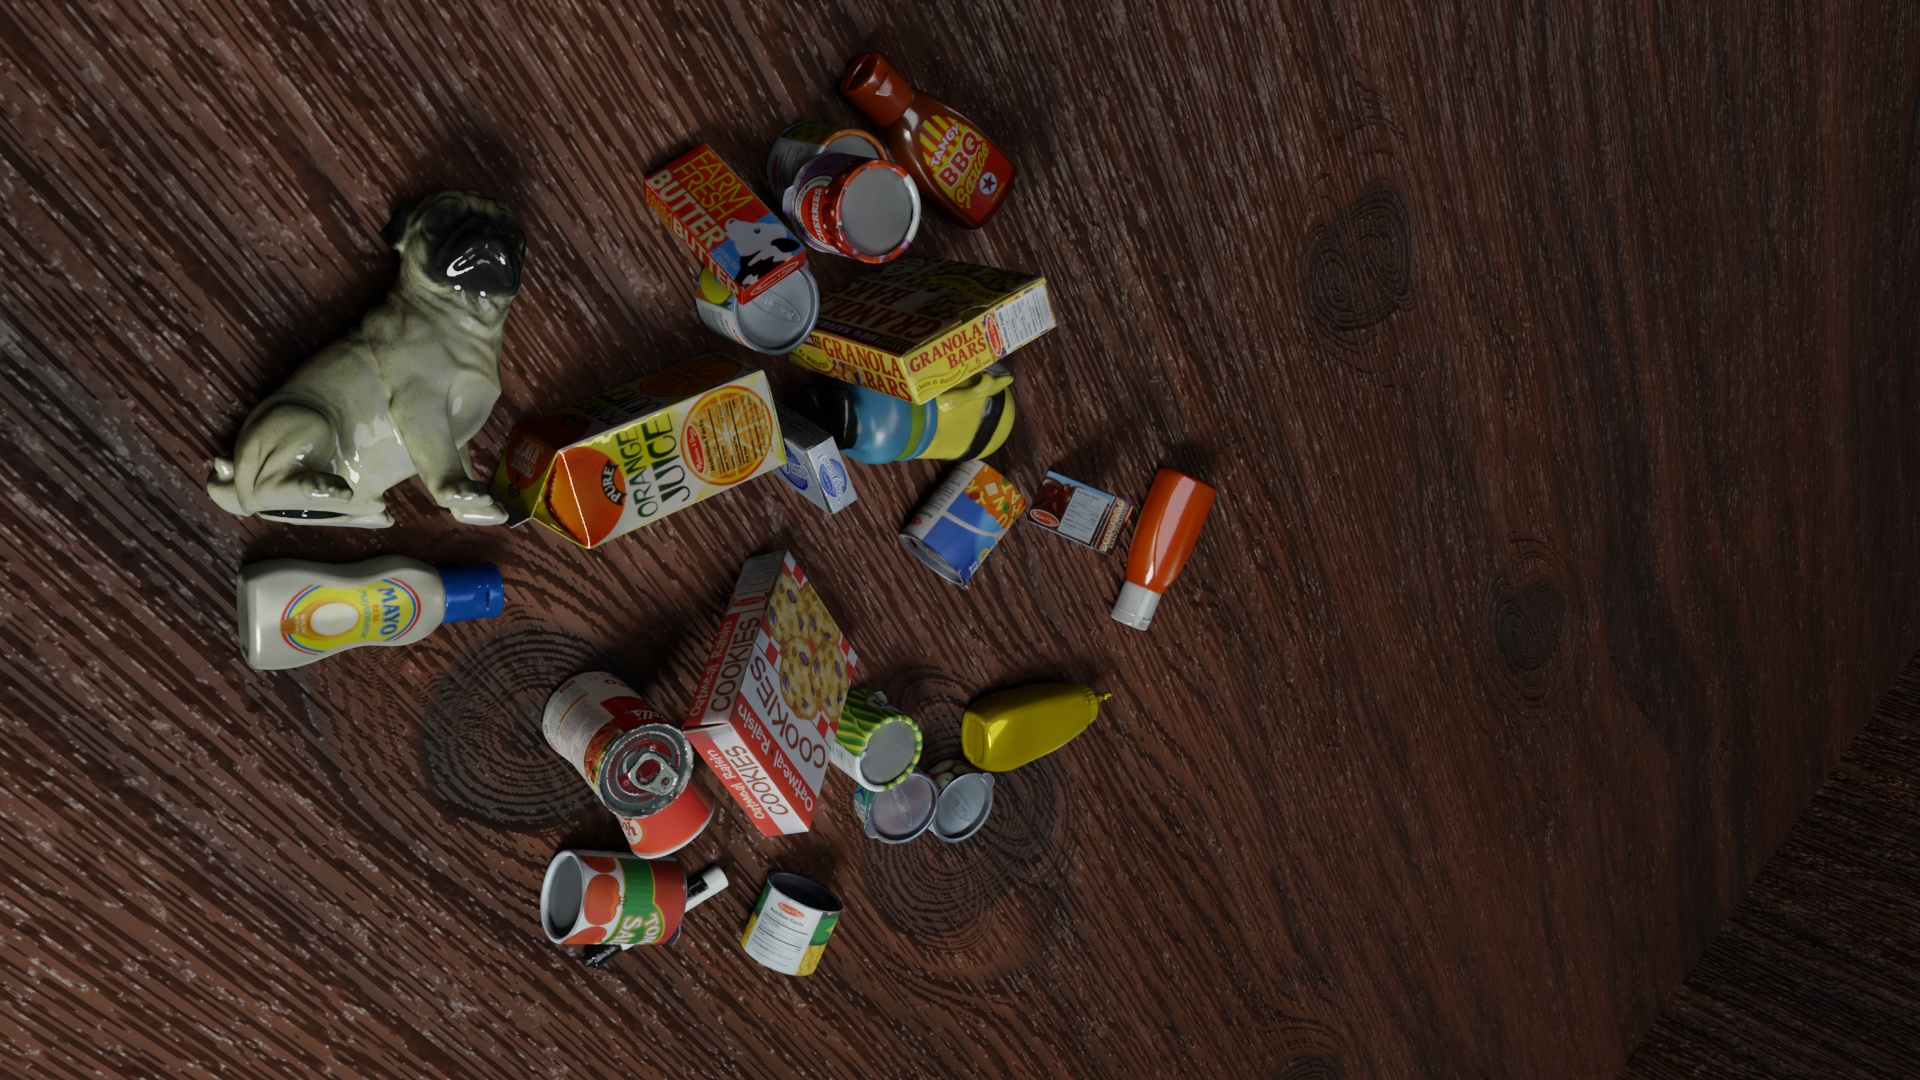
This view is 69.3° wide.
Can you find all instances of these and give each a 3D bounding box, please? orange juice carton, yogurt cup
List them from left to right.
[{"bbox_3d":[-0.218,-0.055,0.911,0.193,0.072,0.072,-27,122,-29],"label":"orange juice carton"},{"bbox_3d":[-0.221,0.188,1.010,0.072,0.072,0.053,-36,118,-23],"label":"yogurt cup"}]

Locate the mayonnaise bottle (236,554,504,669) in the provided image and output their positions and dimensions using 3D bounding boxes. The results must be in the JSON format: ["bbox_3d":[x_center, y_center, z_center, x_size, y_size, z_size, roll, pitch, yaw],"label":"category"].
[{"bbox_3d":[-0.359,0.038,0.853,0.148,0.041,0.064,-7,109,-37],"label":"mayonnaise bottle"}]

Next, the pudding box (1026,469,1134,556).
[{"bbox_3d":[0.101,-0.024,1.176,0.030,0.084,0.049,23,91,-45],"label":"pudding box"}]

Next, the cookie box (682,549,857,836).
[{"bbox_3d":[-0.134,0.109,1.003,0.168,0.040,0.122,-78,149,-46],"label":"cookie box"}]

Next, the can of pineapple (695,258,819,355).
[{"bbox_3d":[-0.137,-0.165,0.945,0.071,0.058,0.070,-16,116,-34],"label":"can of pineapple"}]

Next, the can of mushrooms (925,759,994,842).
[{"bbox_3d":[-0.005,0.226,1.219,0.071,0.033,0.070,-15,115,-34],"label":"can of mushrooms"}]

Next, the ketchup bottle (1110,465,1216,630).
[{"bbox_3d":[0.183,0.009,1.282,0.065,0.043,0.148,19,94,-41],"label":"ketchup bottle"}]

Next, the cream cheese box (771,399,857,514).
[{"bbox_3d":[-0.112,-0.060,0.975,0.024,0.104,0.053,-31,123,-18],"label":"cream cheese box"}]

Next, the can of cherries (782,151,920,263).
[{"bbox_3d":[-0.070,-0.215,0.899,0.072,0.058,0.071,-16,117,-34],"label":"can of cherries"}]

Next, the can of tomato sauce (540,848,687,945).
[{"bbox_3d":[-0.251,0.261,1.007,0.083,0.071,0.071,15,97,-41],"label":"can of tomato sauce"}]

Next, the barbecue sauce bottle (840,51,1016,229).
[{"bbox_3d":[-0.024,-0.289,0.999,0.148,0.044,0.065,34,85,-41],"label":"barbecue sauce bottle"}]

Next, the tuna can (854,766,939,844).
[{"bbox_3d":[-0.056,0.220,1.169,0.071,0.033,0.071,-9,108,-27],"label":"tuna can"}]

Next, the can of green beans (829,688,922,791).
[{"bbox_3d":[-0.073,0.161,1.122,0.071,0.058,0.071,-15,116,-34],"label":"can of green beans"}]

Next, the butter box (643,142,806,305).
[{"bbox_3d":[-0.153,-0.205,0.897,0.053,0.103,0.024,-39,170,-21],"label":"butter box"}]

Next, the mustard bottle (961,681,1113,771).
[{"bbox_3d":[0.075,0.159,1.248,0.161,0.049,0.065,-12,114,-36],"label":"mustard bottle"}]

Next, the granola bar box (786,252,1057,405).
[{"bbox_3d":[-0.034,-0.152,0.962,0.125,0.166,0.039,-33,123,-25],"label":"granola bar box"}]

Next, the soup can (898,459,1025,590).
[{"bbox_3d":[0.004,-0.014,1.111,0.084,0.071,0.071,-51,131,-12],"label":"soup can"}]

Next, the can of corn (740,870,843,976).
[{"bbox_3d":[-0.136,0.309,1.124,0.071,0.071,0.058,22,93,-42],"label":"can of corn"}]

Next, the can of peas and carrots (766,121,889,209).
[{"bbox_3d":[-0.088,-0.251,0.952,0.071,0.059,0.070,-16,117,-34],"label":"can of peas and carrots"}]
